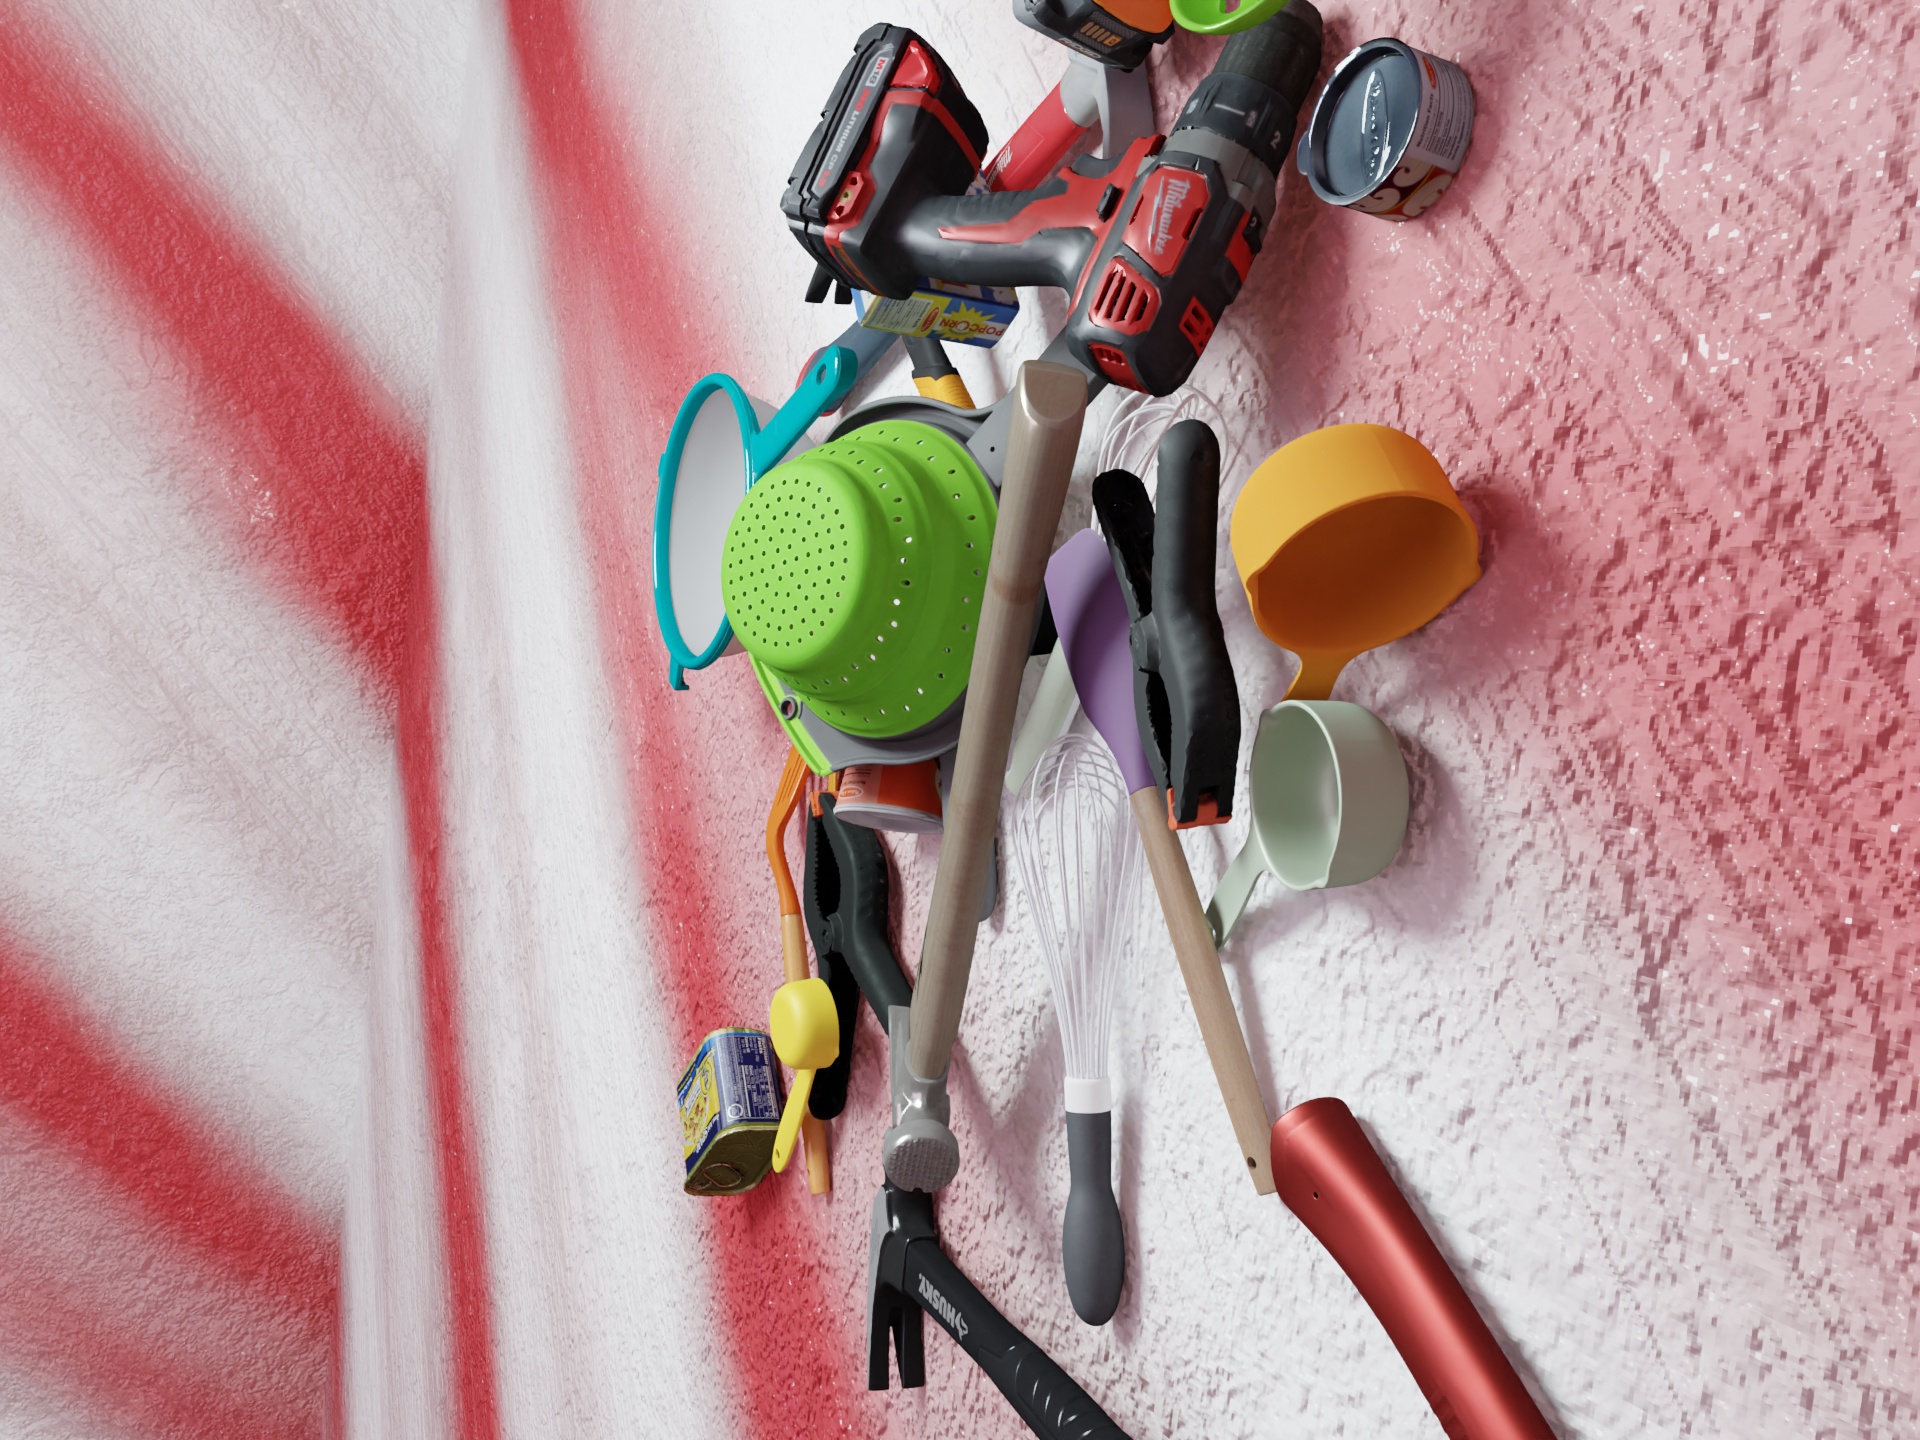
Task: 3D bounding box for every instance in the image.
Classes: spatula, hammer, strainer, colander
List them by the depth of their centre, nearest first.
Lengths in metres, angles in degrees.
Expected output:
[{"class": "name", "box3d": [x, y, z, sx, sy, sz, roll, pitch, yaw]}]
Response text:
[{"class": "hammer", "box3d": [0.204, 0.266, 0.509, 0.149, 0.036, 0.360, -64, 35, 31]}, {"class": "spatula", "box3d": [0.093, 0.055, 0.723, 0.059, 0.018, 0.316, -38, 60, 49]}, {"class": "hammer", "box3d": [0.022, 0.322, 0.793, 0.335, 0.035, 0.146, -171, 87, -67]}, {"class": "hammer", "box3d": [0.008, 0.026, 0.793, 0.146, 0.038, 0.410, -97, 16, -67]}, {"class": "colander", "box3d": [-0.011, -0.132, 0.817, 0.397, 0.094, 0.205, -47, 61, 27]}, {"class": "hammer", "box3d": [-0.011, -0.178, 0.927, 0.127, 0.034, 0.337, -53, 50, 47]}, {"class": "hammer", "box3d": [-0.008, -0.277, 0.984, 0.386, 0.038, 0.143, -33, 58, 54]}, {"class": "spatula", "box3d": [-0.105, 0.158, 1.094, 0.081, 0.041, 0.323, 145, 121, -63]}, {"class": "strainer", "box3d": [-0.118, -0.159, 1.097, 0.340, 0.095, 0.211, -33, 58, 55]}]

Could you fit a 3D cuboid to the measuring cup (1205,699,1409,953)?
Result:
[{"class": "measuring cup", "box3d": [0.141, 0.056, 0.672, 0.167, 0.038, 0.083, 107, 156, -52]}]

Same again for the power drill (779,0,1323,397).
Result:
[{"class": "power drill", "box3d": [0.047, -0.265, 0.749, 0.227, 0.080, 0.188, 24, 86, 29]}]

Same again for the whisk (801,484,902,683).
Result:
[{"class": "whisk", "box3d": [-0.066, -0.081, 1.006, 0.245, 0.047, 0.051, 123, 134, -59]}]

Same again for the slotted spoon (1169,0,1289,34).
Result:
[{"class": "slotted spoon", "box3d": [0.103, -0.412, 0.667, 0.070, 0.031, 0.314, -20, 66, 36]}]

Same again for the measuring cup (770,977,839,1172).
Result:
[{"class": "measuring cup", "box3d": [-0.113, 0.235, 1.029, 0.062, 0.029, 0.156, 50, 131, 48]}]

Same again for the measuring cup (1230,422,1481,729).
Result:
[{"class": "measuring cup", "box3d": [0.143, -0.047, 0.648, 0.173, 0.095, 0.052, 102, 161, -51]}]

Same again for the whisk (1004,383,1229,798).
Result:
[{"class": "whisk", "box3d": [0.070, -0.057, 0.803, 0.058, 0.059, 0.246, -56, -11, -57]}]

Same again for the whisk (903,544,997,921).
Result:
[{"class": "whisk", "box3d": [0.000, -0.003, 0.919, 0.055, 0.055, 0.239, -24, 69, 57]}]

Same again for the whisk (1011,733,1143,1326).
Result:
[{"class": "whisk", "box3d": [0.062, 0.148, 0.773, 0.070, 0.070, 0.284, -8, 83, 60]}]

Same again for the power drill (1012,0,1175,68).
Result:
[{"class": "power drill", "box3d": [0.121, -0.393, 0.721, 0.226, 0.084, 0.164, -17, 70, 50]}]

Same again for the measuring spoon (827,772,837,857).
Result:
[{"class": "measuring spoon", "box3d": [-0.084, 0.045, 1.093, 0.021, 0.011, 0.117, -174, 86, -72]}]
